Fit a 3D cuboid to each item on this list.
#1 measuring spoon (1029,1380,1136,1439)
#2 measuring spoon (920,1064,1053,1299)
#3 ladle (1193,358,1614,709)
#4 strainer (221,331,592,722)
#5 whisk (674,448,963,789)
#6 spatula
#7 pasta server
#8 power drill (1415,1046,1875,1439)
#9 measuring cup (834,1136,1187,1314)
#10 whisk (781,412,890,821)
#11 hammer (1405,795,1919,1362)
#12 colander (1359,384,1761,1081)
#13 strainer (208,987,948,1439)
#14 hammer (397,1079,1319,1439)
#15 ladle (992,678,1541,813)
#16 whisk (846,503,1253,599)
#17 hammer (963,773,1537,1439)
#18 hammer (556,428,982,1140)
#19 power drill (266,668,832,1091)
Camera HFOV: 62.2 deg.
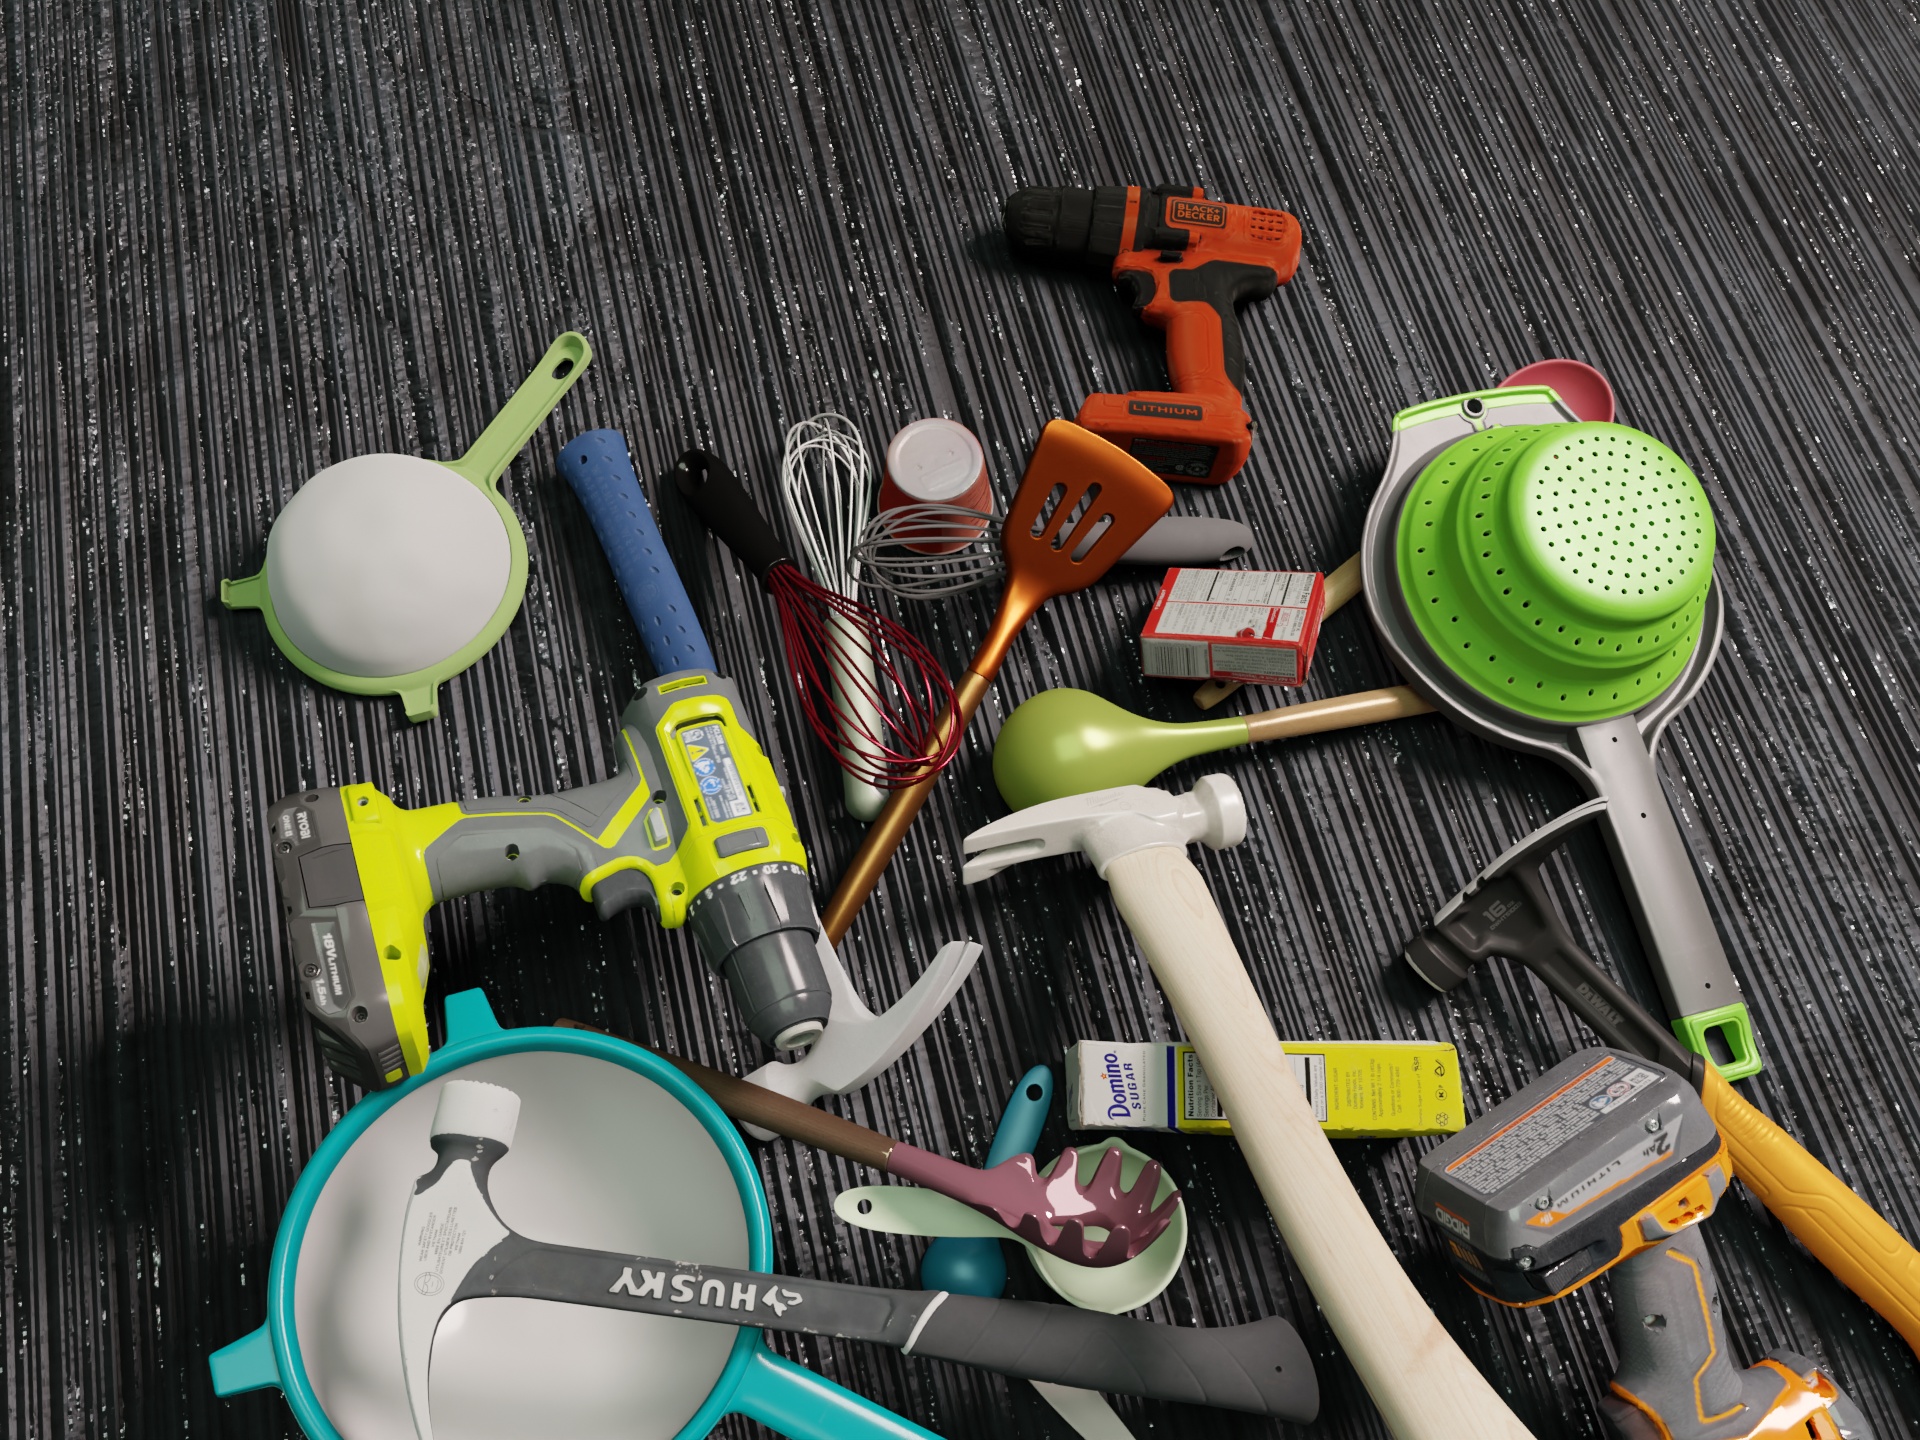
[{"bbox_3d":[0.064,0.330,0.747,0.034,0.018,0.124,-42,67,-15],"label":"measuring spoon"},{"bbox_3d":[0.018,0.228,0.780,0.042,0.021,0.129,21,71,8],"label":"measuring spoon"},{"bbox_3d":[0.253,-0.104,0.913,0.315,0.031,0.069,-38,74,-12],"label":"ladle"},{"bbox_3d":[-0.295,-0.136,0.900,0.151,0.069,0.256,30,73,11],"label":"strainer"},{"bbox_3d":[-0.088,-0.065,0.843,0.073,0.073,0.296,-30,50,-12],"label":"whisk"},{"bbox_3d":[-0.001,-0.003,0.830,0.081,0.041,0.322,31,84,-10],"label":"spatula"},{"bbox_3d":[-0.055,0.187,0.738,0.316,0.060,0.040,15,111,18],"label":"pasta server"},{"bbox_3d":[0.290,0.279,0.696,0.164,0.084,0.226,-30,100,-12],"label":"power drill"},{"bbox_3d":[0.022,0.236,0.757,0.167,0.038,0.083,7,76,-6],"label":"measuring cup"},{"bbox_3d":[-0.066,-0.062,0.889,0.059,0.057,0.246,-19,68,29],"label":"whisk"},{"bbox_3d":[0.381,0.193,0.768,0.337,0.034,0.127,46,111,12],"label":"hammer"},{"bbox_3d":[0.346,-0.014,0.822,0.204,0.094,0.397,-12,74,-11],"label":"colander"},{"bbox_3d":[-0.138,0.283,0.723,0.340,0.095,0.211,27,59,1],"label":"strainer"},{"bbox_3d":[-0.035,0.263,0.687,0.408,0.036,0.149,13,60,-11],"label":"hammer"},{"bbox_3d":[0.174,0.001,0.867,0.320,0.062,0.078,-10,91,-12],"label":"ladle"},{"bbox_3d":[0.053,-0.096,0.886,0.239,0.055,0.055,-4,68,-16],"label":"whisk"},{"bbox_3d":[0.122,0.170,0.665,0.146,0.038,0.411,-11,40,-12],"label":"hammer"},{"bbox_3d":[-0.125,0.005,0.845,0.144,0.035,0.406,-34,66,15],"label":"hammer"},{"bbox_3d":[-0.181,0.084,0.730,0.228,0.080,0.191,-14,61,-20],"label":"power drill"}]
